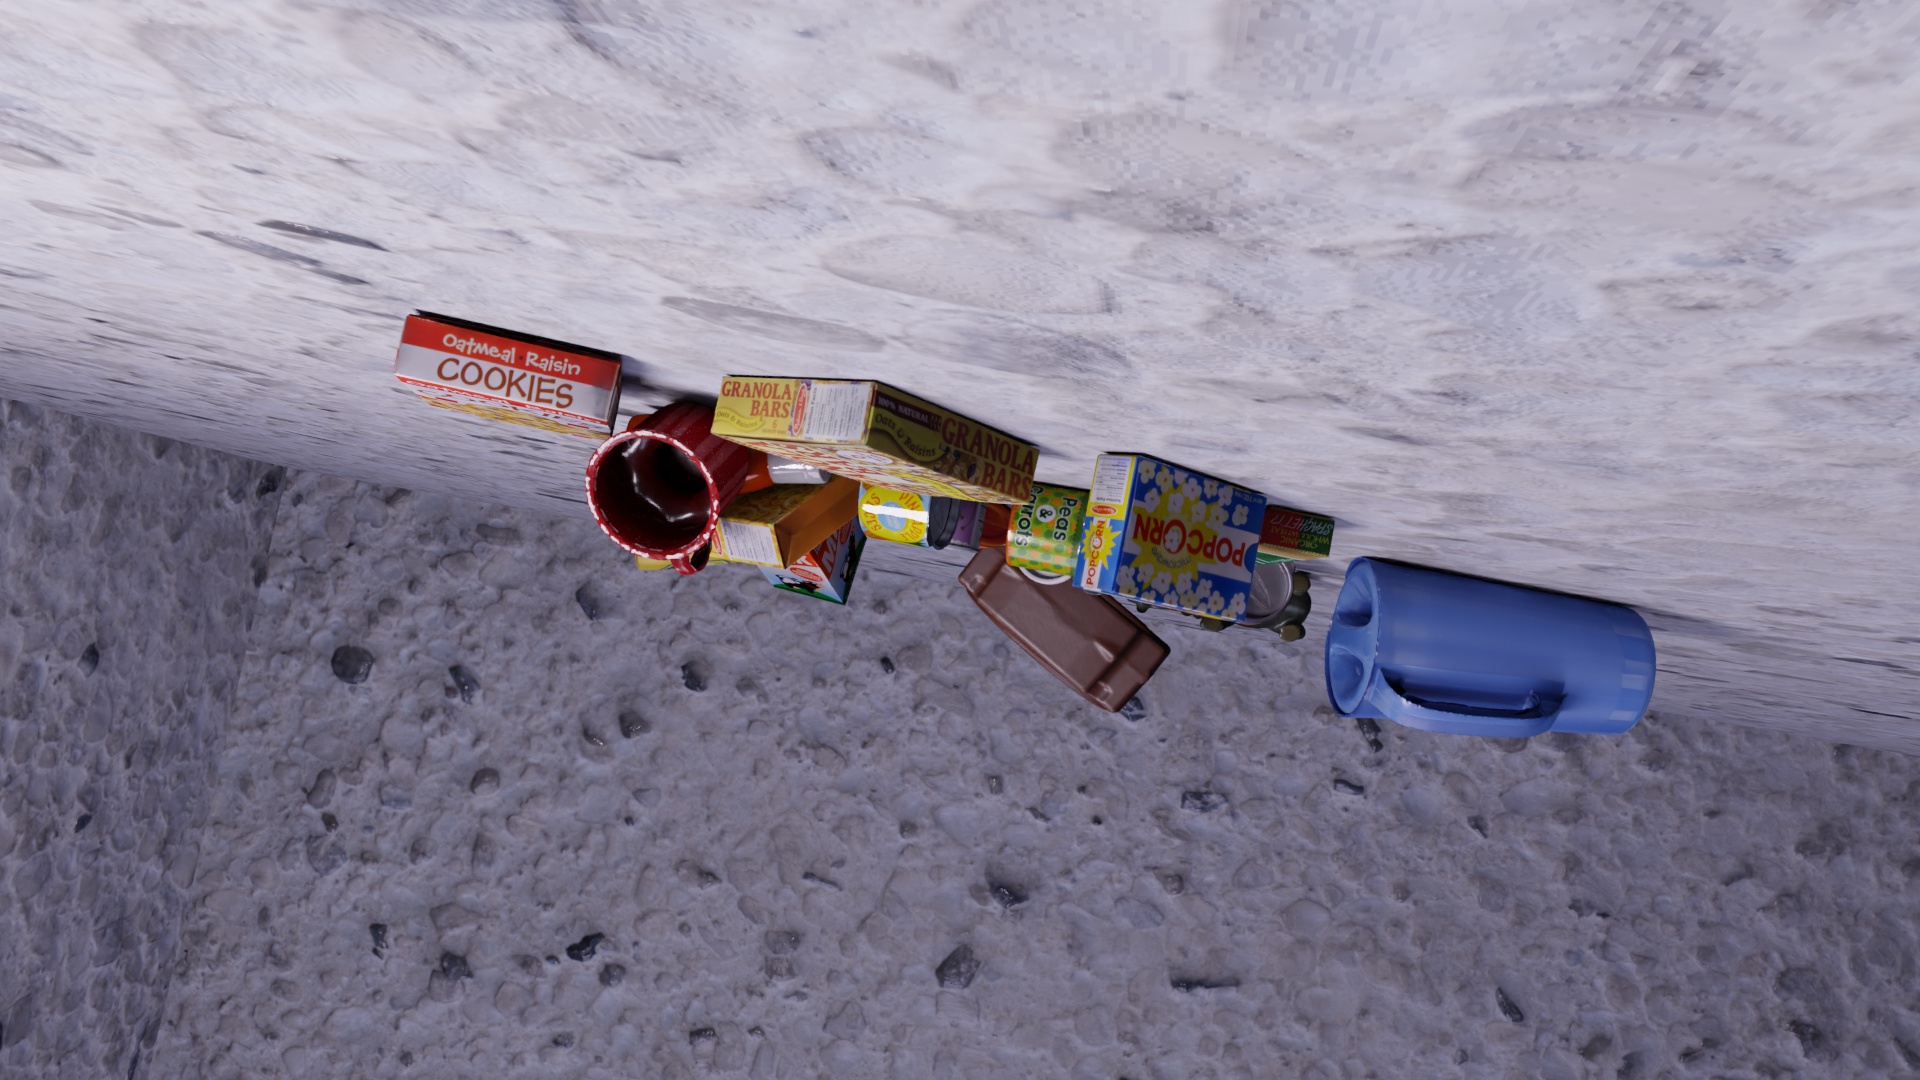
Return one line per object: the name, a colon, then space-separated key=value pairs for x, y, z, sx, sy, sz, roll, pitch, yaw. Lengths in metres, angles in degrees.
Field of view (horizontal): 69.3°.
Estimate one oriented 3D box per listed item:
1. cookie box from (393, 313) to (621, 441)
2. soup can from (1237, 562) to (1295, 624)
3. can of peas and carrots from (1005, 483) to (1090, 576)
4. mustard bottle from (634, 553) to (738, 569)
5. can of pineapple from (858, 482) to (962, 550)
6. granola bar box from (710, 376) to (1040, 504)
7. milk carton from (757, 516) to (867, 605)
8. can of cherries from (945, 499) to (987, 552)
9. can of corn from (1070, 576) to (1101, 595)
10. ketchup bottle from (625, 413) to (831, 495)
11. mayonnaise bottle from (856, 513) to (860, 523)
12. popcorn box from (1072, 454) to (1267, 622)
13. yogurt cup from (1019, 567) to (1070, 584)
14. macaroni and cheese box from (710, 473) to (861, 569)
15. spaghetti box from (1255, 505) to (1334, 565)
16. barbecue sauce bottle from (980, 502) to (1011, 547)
cookie box: x=-0.280 y=-0.099 z=0.881 sx=0.123 sy=0.040 sz=0.167 roll=11 pitch=177 yaw=-13
soup can: x=0.264 y=0.041 z=1.247 sx=0.071 sy=0.071 sz=0.083 roll=10 pitch=176 yaw=8
can of peas and carrots: x=0.069 y=-0.009 z=1.051 sx=0.059 sy=0.071 sz=0.071 roll=10 pitch=175 yaw=12
mustard bottle: x=-0.228 y=-0.001 z=1.316 sx=0.160 sy=0.049 sz=0.065 roll=-5 pitch=178 yaw=-11
can of pineapple: x=-0.037 y=-0.029 z=1.026 sx=0.058 sy=0.071 sz=0.071 roll=9 pitch=175 yaw=20
granola bar box: x=-0.049 y=-0.059 z=0.847 sx=0.124 sy=0.039 sz=0.165 roll=7 pitch=174 yaw=38
milk carton: x=-0.142 y=-0.011 z=1.217 sx=0.073 sy=0.072 sz=0.190 roll=14 pitch=162 yaw=12
can of cherries: x=-0.015 y=-0.025 z=1.095 sx=0.071 sy=0.058 sz=0.071 roll=10 pitch=176 yaw=1
can of corn: x=0.120 y=0.009 z=1.118 sx=0.071 sy=0.071 sz=0.058 roll=12 pitch=174 yaw=-15
ketchup bottle: x=-0.168 y=-0.060 z=1.004 sx=0.149 sy=0.065 sz=0.043 roll=1 pitch=173 yaw=13
mayonnaise bottle: x=-0.118 y=-0.035 z=1.310 sx=0.148 sy=0.041 sz=0.064 roll=9 pitch=171 yaw=29
popcorn box: x=0.133 y=0.000 z=0.873 sx=0.127 sy=0.085 sz=0.038 roll=13 pitch=175 yaw=-39
yogurt cup: x=0.085 y=0.003 z=1.195 sx=0.072 sy=0.072 sz=0.054 roll=8 pitch=-177 yaw=24
macaroni and cheese box: x=-0.164 y=-0.034 z=1.062 sx=0.166 sy=0.040 sz=0.124 roll=8 pitch=-148 yaw=32
spaghetti box: x=0.215 y=0.000 z=1.065 sx=0.050 sy=0.028 sz=0.250 roll=12 pitch=175 yaw=-7
barbecue sauce bottle: x=0.004 y=-0.016 z=1.257 sx=0.065 sy=0.043 sz=0.148 roll=21 pitch=174 yaw=-10
